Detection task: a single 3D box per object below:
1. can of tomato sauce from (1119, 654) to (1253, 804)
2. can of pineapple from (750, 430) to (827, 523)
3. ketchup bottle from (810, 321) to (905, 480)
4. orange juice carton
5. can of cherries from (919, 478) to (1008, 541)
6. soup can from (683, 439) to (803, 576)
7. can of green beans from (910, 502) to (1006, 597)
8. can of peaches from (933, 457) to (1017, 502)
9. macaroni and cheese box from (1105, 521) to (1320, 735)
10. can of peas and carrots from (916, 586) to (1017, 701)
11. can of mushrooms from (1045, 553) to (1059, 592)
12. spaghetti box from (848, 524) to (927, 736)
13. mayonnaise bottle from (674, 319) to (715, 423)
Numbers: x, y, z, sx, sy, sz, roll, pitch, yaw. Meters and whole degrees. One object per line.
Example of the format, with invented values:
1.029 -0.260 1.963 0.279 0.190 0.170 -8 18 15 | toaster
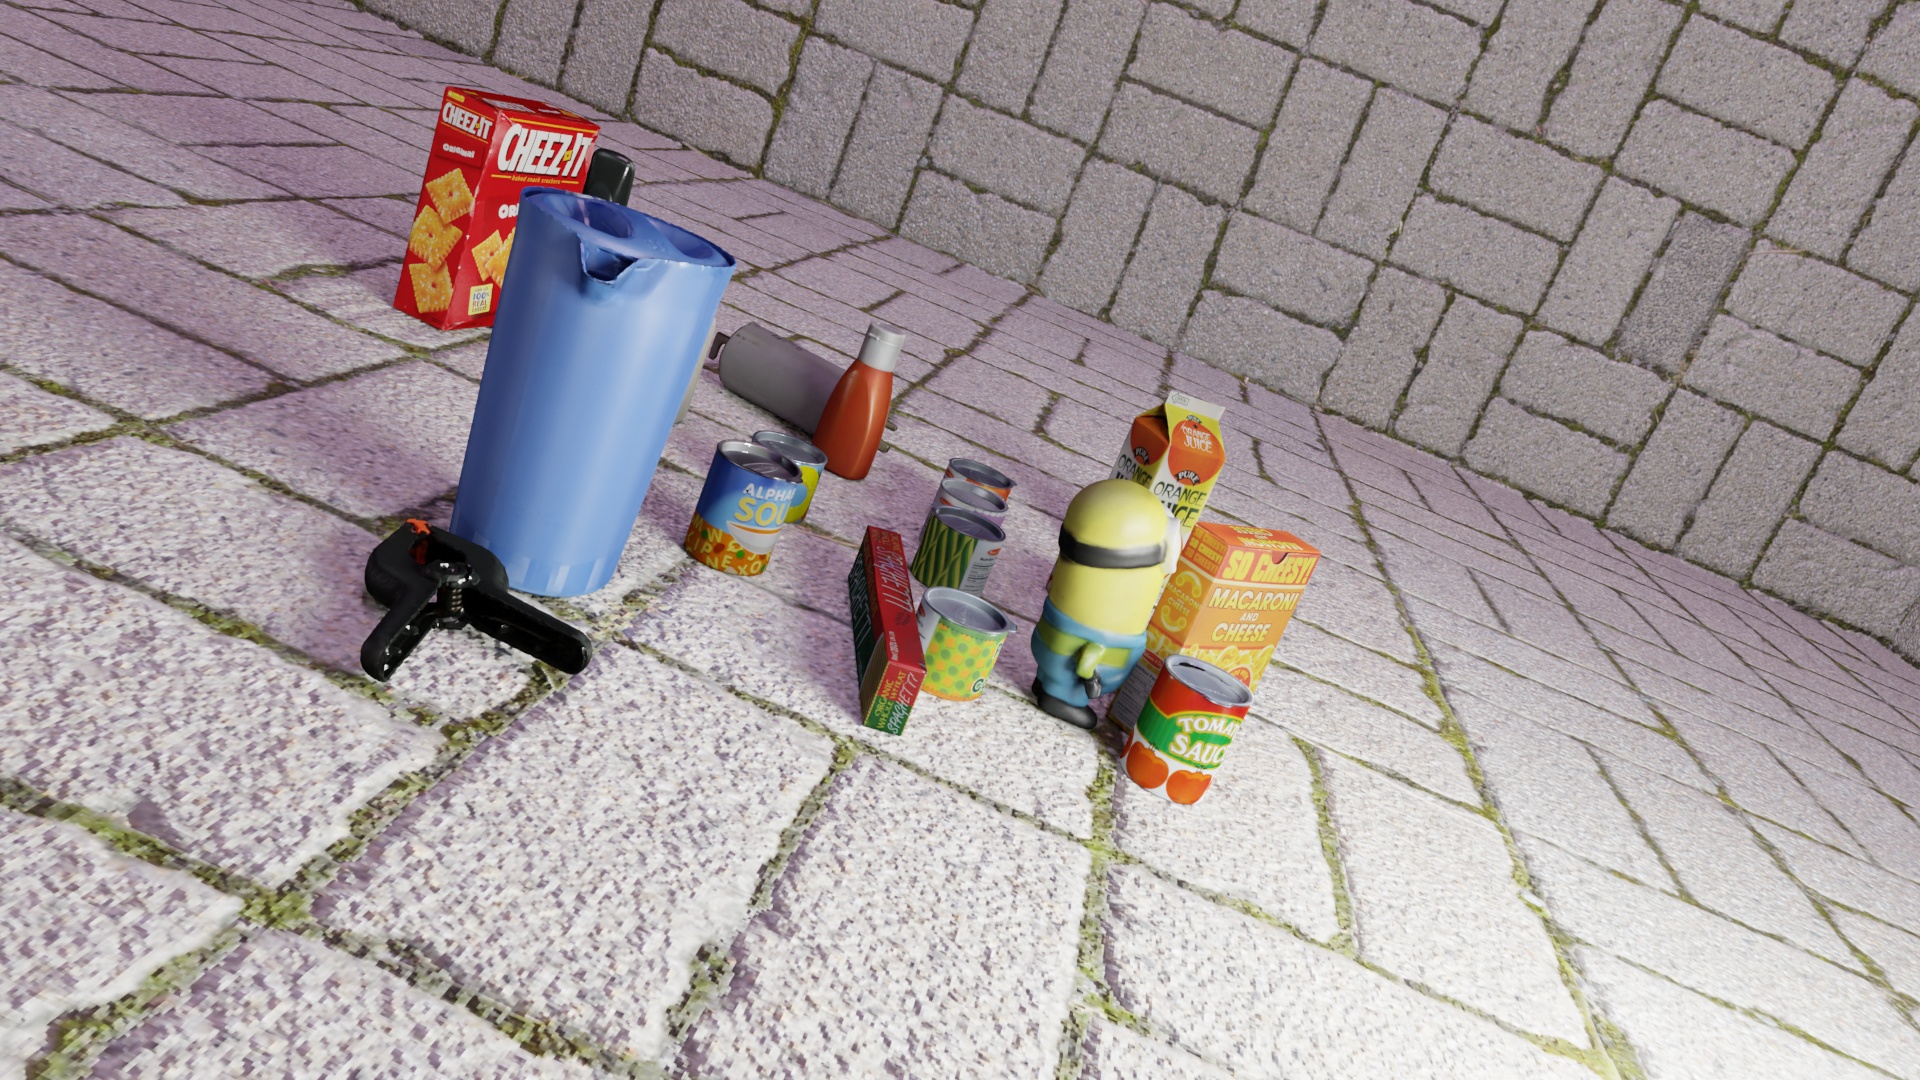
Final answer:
0.157 0.132 0.966 0.071 0.082 0.071 20 17 -7 | can of tomato sauce
-0.155 -0.054 1.179 0.071 0.057 0.071 20 18 -7 | can of pineapple
-0.095 -0.136 1.337 0.065 0.148 0.043 31 19 27 | ketchup bottle
0.195 -0.052 1.366 0.072 0.192 0.073 12 20 -29 | orange juice carton
0.004 -0.016 1.255 0.071 0.058 0.072 20 18 -7 | can of cherries
-0.161 -0.023 1.038 0.071 0.083 0.071 20 17 -7 | soup can
-0.003 0.010 1.173 0.071 0.057 0.071 20 18 -7 | can of green beans
0.012 -0.039 1.331 0.071 0.058 0.071 20 18 -7 | can of peaches
0.193 0.071 1.050 0.124 0.166 0.040 5 25 -44 | macaroni and cheese box
-0.003 0.074 0.985 0.071 0.058 0.071 20 18 -7 | can of peas and carrots
0.113 0.039 1.267 0.071 0.033 0.071 20 18 -7 | can of mushrooms
-0.055 0.056 0.990 0.029 0.050 0.251 18 18 -13 | spaghetti box
-0.256 -0.181 1.277 0.041 0.147 0.065 26 18 11 | mayonnaise bottle
